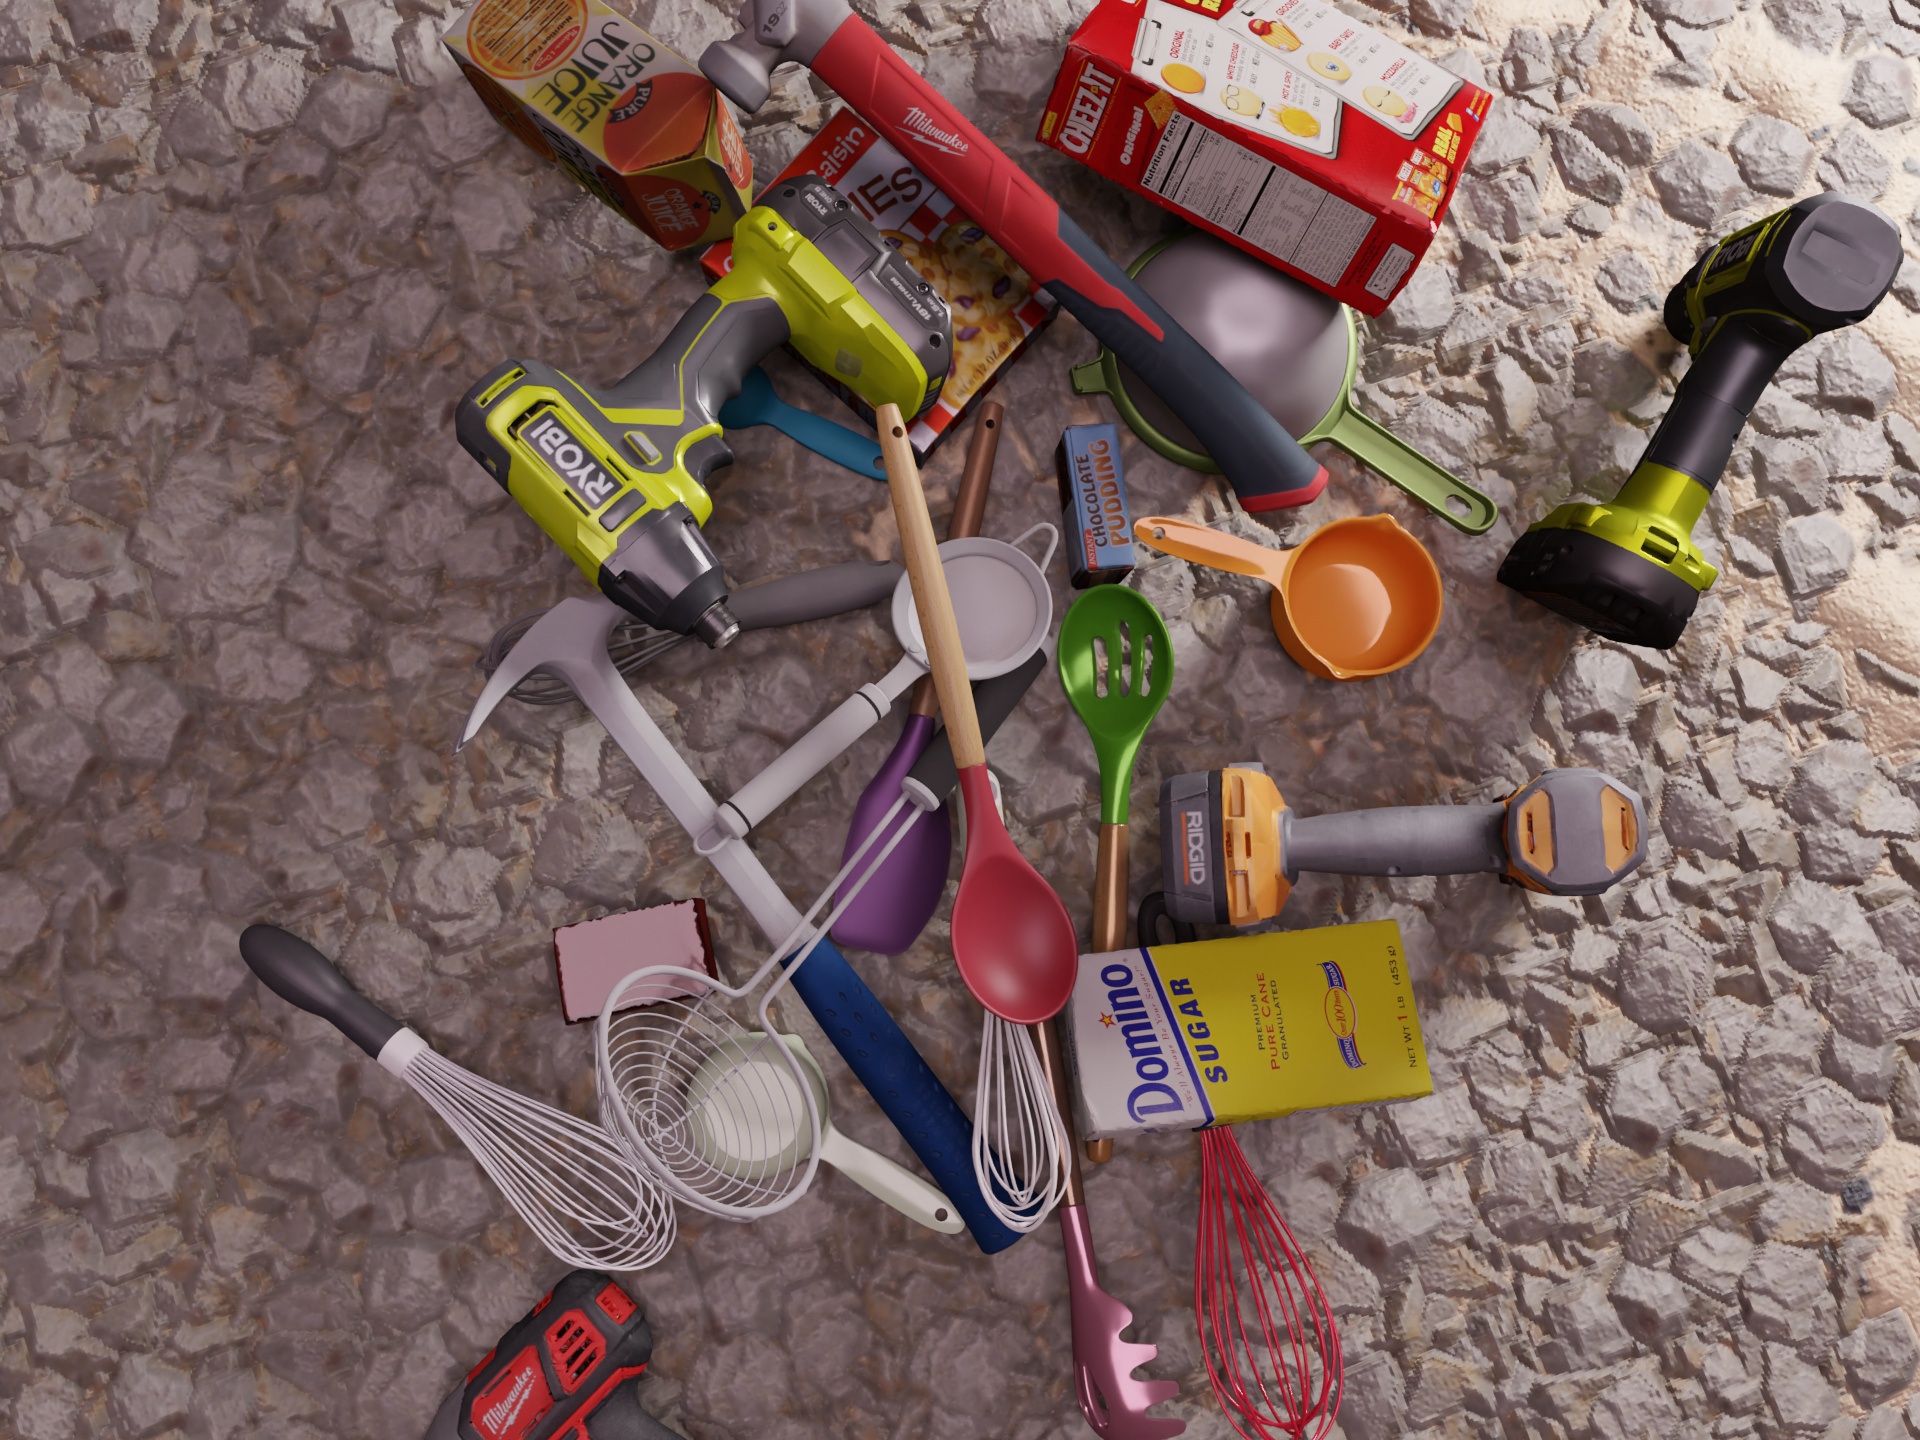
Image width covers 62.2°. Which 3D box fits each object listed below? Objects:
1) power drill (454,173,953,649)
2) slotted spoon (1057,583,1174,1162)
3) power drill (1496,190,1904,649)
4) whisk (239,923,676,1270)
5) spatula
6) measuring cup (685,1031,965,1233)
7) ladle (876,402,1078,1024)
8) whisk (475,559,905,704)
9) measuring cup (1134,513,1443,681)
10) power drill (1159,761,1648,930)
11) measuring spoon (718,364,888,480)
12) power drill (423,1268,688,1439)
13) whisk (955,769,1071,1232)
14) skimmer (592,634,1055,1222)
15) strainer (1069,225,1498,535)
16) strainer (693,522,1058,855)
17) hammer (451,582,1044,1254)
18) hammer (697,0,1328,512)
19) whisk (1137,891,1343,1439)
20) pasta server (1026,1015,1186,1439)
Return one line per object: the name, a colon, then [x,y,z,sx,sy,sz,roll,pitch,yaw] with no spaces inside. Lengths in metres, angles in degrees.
power drill: [-0.116,-0.156,0.810,0.171,0.080,0.223,46,74,2]
slotted spoon: [0.082,0.083,0.873,0.070,0.031,0.314,0,86,30]
power drill: [0.385,-0.159,0.853,0.080,0.190,0.228,28,97,1]
whisk: [-0.268,0.194,0.834,0.284,0.070,0.070,35,83,6]
spatula: [-0.014,-0.026,0.888,0.059,0.018,0.316,13,83,-11]
measuring cup: [-0.070,0.228,0.844,0.167,0.038,0.083,30,83,4]
ladle: [-0.001,-0.003,0.795,0.069,0.031,0.315,-15,94,-27]
whisk: [-0.145,-0.055,0.873,0.239,0.055,0.055,-14,84,-8]
measuring cup: [0.177,-0.077,0.886,0.173,0.052,0.095,18,83,2]
power drill: [0.229,0.064,0.830,0.226,0.185,0.084,-4,83,16]
measuring spoon: [-0.089,-0.169,0.899,0.128,0.021,0.042,26,83,2]
power drill: [-0.170,0.405,0.803,0.143,0.078,0.220,-44,84,-6]
whisk: [0.020,0.140,0.834,0.057,0.059,0.246,10,63,-34]
skimmer: [-0.042,0.076,0.784,0.127,0.090,0.363,44,63,-11]
strainer: [0.199,-0.188,0.890,0.256,0.069,0.151,36,83,4]
strainer: [-0.041,-0.015,0.834,0.087,0.050,0.258,41,68,19]
hammer: [-0.095,0.112,0.822,0.144,0.035,0.405,-39,97,-28]
hammer: [0.057,-0.258,0.825,0.386,0.038,0.143,41,100,-10]
whisk: [0.140,0.236,0.846,0.073,0.073,0.296,-12,77,-4]
pasta server: [0.061,0.229,0.848,0.040,0.060,0.316,-3,75,-30]
